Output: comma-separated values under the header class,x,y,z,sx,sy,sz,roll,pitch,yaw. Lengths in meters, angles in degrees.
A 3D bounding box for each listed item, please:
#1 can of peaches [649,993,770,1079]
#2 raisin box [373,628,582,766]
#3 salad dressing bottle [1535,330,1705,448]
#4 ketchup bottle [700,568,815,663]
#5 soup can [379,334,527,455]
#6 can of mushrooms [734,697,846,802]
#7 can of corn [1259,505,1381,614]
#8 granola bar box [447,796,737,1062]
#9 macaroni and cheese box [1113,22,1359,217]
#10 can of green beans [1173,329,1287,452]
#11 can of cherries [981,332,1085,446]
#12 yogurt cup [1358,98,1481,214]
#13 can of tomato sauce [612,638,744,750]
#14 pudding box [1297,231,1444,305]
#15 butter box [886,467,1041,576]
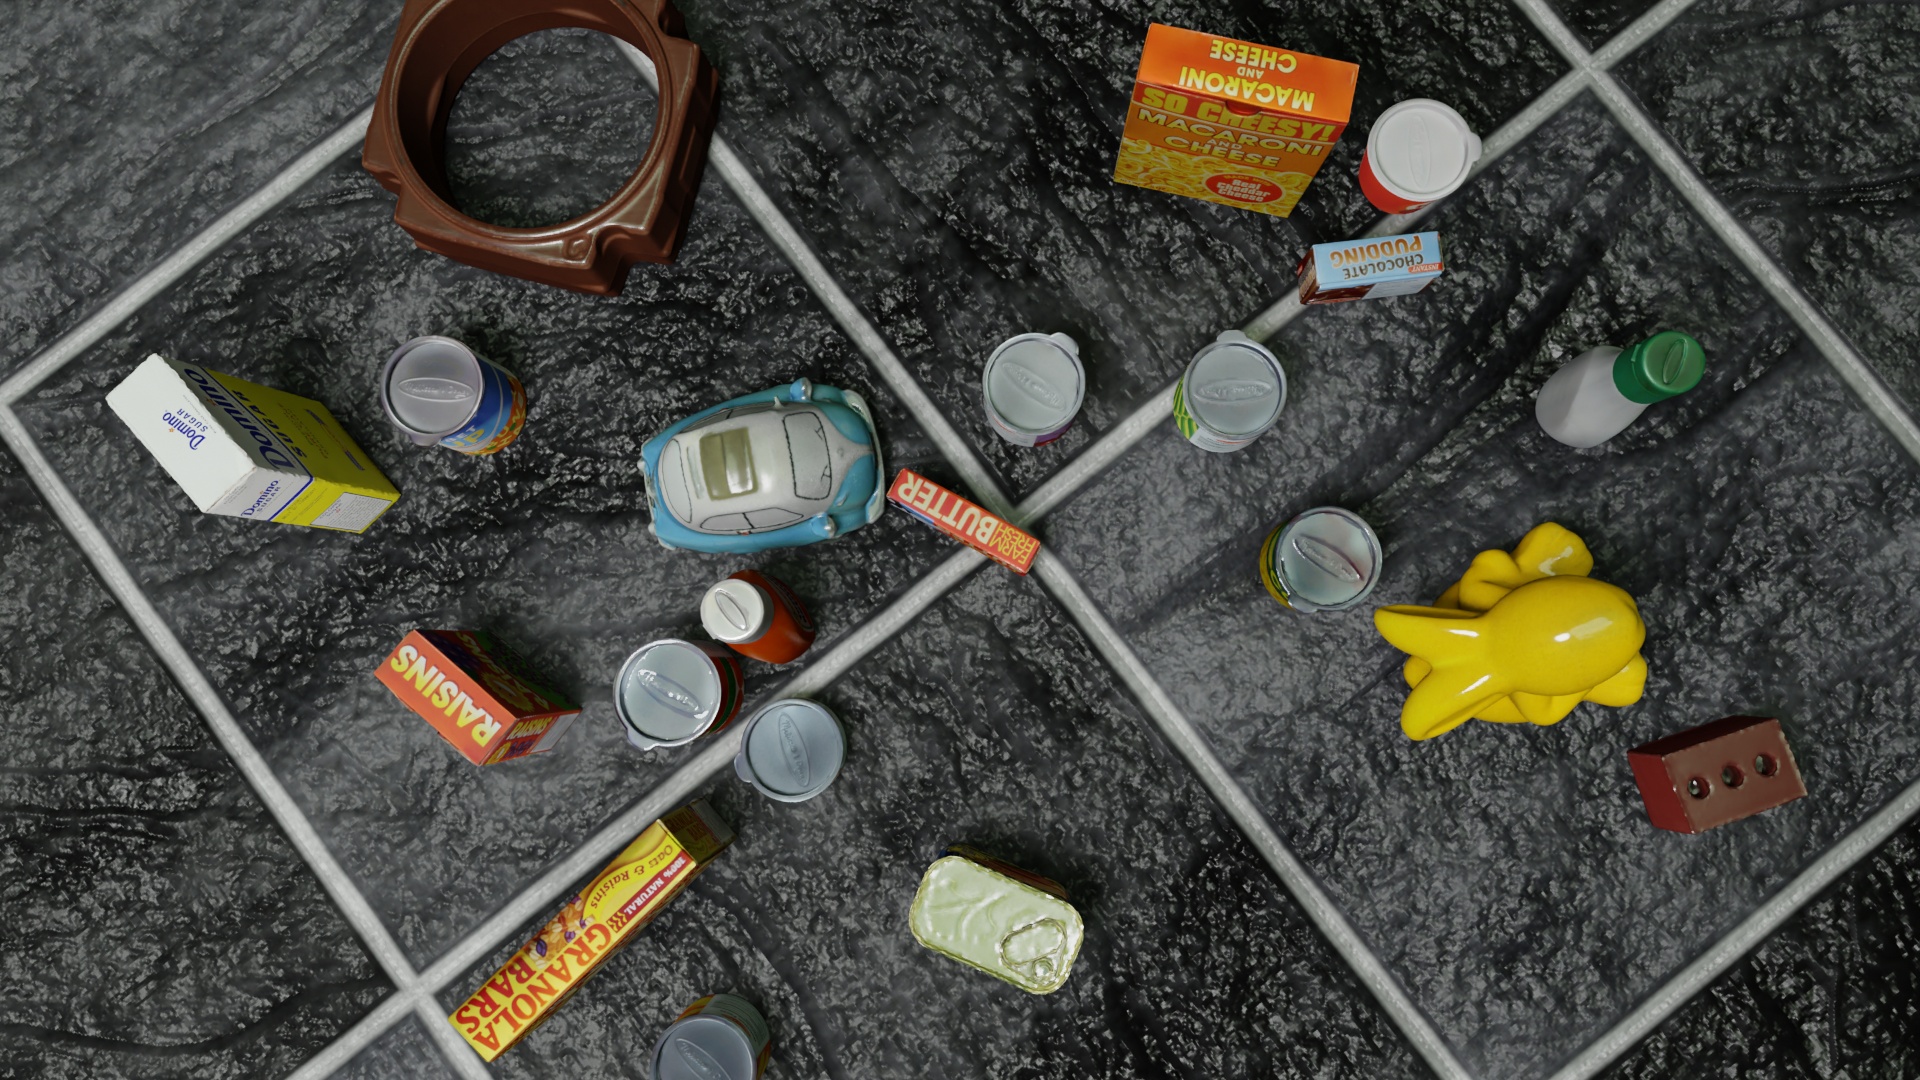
class,x,y,z,sx,sy,sz,roll,pitch,yaw
can of peaches,-0.158,0.327,0.876,0.071,0.058,0.071,0,85,2
raisin box,-0.298,0.096,0.868,0.086,0.123,0.040,40,88,4
salad dressing bottle,0.402,-0.094,0.852,0.044,0.147,0.064,23,86,4
ketchup bottle,-0.127,0.046,0.855,0.043,0.148,0.065,-39,85,-1
soup can,-0.329,-0.090,0.906,0.071,0.083,0.071,0,85,2
can of mushrooms,-0.110,0.136,0.904,0.071,0.033,0.071,0,85,2
can of corn,0.228,0.016,0.892,0.071,0.058,0.071,0,85,2
granola bar box,-0.218,0.234,0.853,0.165,0.124,0.039,-44,85,-2
macaroni and cheese box,0.165,-0.256,0.865,0.124,0.166,0.040,13,86,3
can of green beans,0.174,-0.093,0.904,0.071,0.058,0.071,0,85,2
can of cherries,0.049,-0.099,0.908,0.071,0.058,0.071,0,85,2
yogurt cup,0.297,-0.249,0.917,0.072,0.054,0.072,0,85,2
can of tomato sauce,-0.178,0.098,0.884,0.071,0.083,0.071,0,85,2
pudding box,0.268,-0.178,0.913,0.084,0.049,0.030,-7,85,1
butter box,0.003,-0.011,0.904,0.103,0.053,0.024,29,87,4
